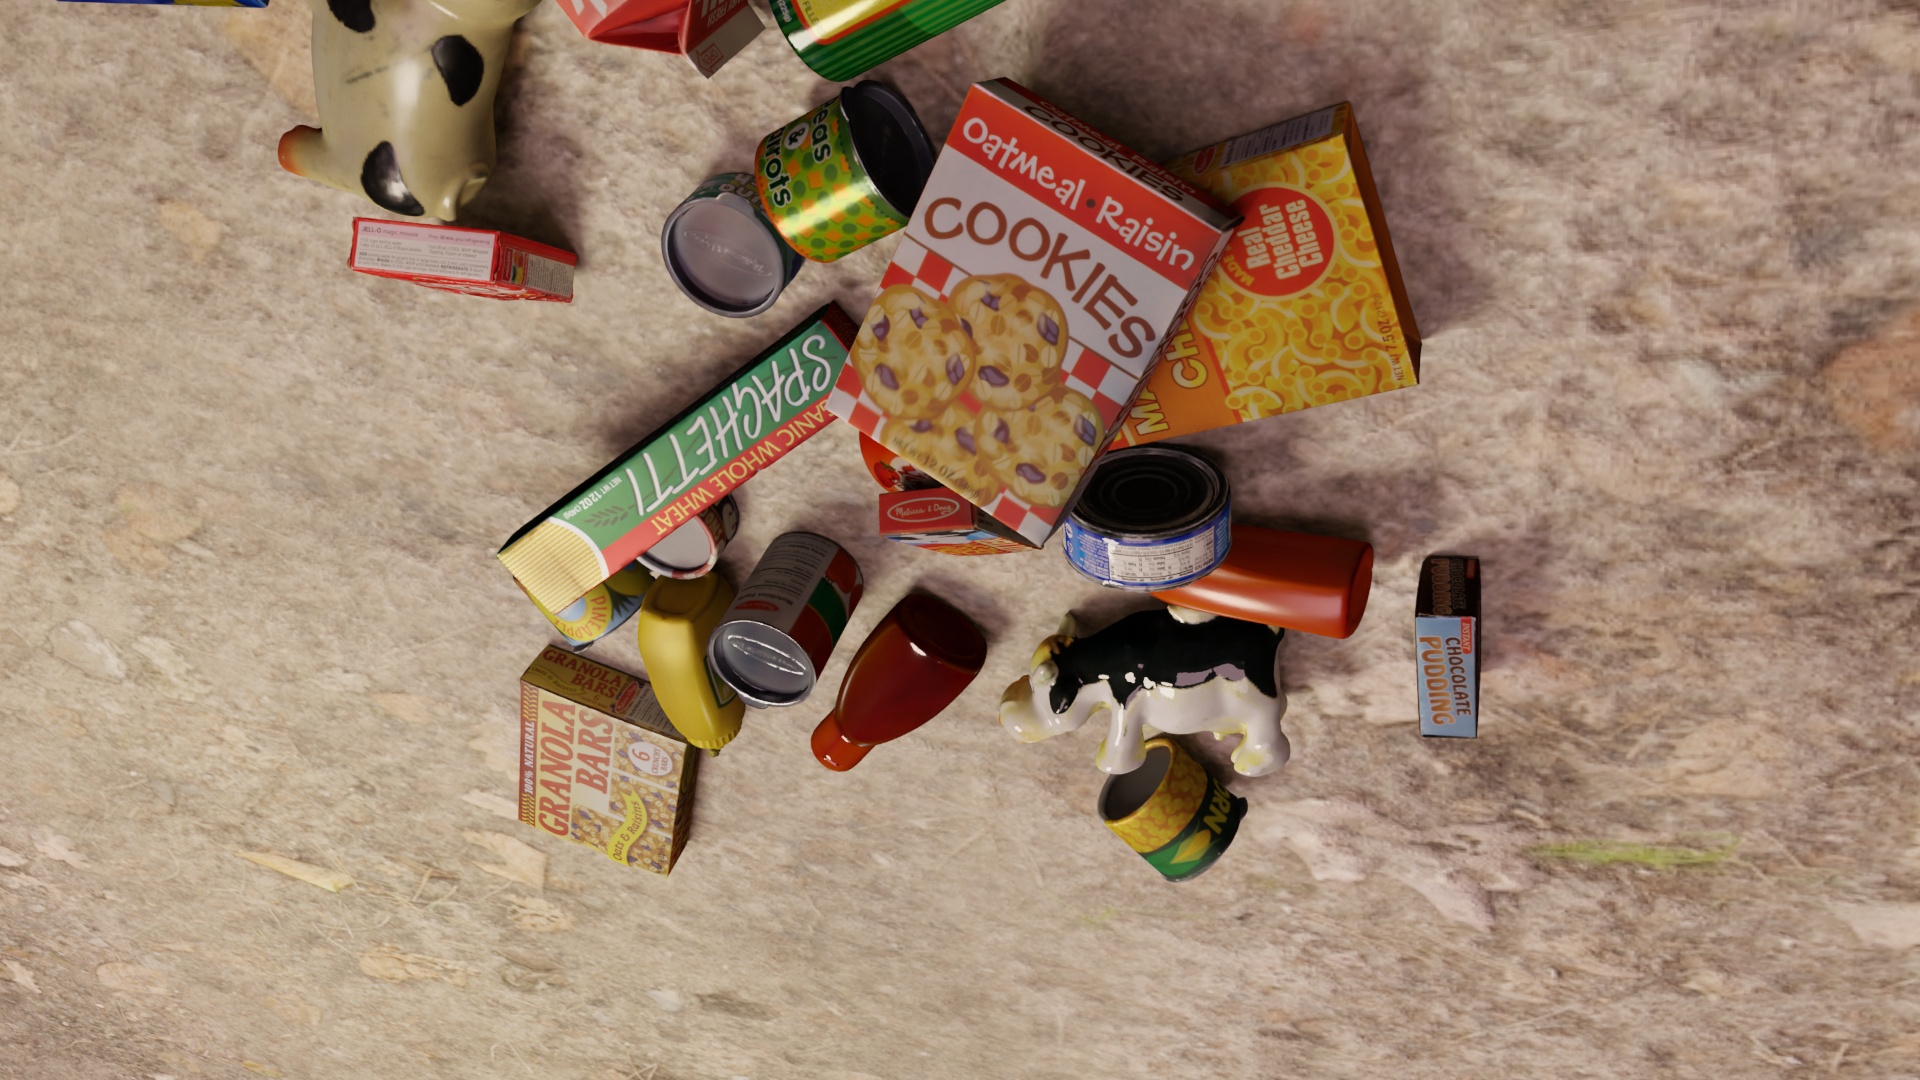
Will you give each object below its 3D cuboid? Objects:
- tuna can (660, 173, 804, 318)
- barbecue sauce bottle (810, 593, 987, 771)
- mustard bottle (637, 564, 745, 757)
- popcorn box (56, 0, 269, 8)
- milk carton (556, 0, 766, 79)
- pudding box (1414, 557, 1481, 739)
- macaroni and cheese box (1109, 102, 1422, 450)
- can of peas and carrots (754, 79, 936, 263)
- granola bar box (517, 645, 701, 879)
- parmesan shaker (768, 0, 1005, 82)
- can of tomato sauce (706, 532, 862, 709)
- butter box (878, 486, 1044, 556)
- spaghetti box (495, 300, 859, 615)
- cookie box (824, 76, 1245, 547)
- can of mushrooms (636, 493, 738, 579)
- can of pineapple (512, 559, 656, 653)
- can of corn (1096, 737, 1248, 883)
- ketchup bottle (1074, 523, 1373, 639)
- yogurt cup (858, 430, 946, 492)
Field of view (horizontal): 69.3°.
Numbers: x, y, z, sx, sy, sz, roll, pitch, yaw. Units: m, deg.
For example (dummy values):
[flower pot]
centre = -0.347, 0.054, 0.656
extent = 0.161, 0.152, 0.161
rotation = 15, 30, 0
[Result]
[tuna can]
centre = -0.113, -0.150, 0.696
extent = 0.071, 0.033, 0.070
rotation = 10, 130, 13
[barbecue sauce bottle]
centre = -0.046, 0.095, 0.860
extent = 0.065, 0.044, 0.147
rotation = 35, 131, -8
[mustard bottle]
centre = -0.165, 0.087, 0.889
extent = 0.049, 0.066, 0.159
rotation = 11, 136, 15
[popcorn box]
centre = -0.371, -0.294, 0.641
extent = 0.127, 0.085, 0.038
rotation = 7, 167, 15
[milk carton]
centre = -0.153, -0.284, 0.578
extent = 0.073, 0.073, 0.190
rotation = -23, 116, 33
[pudding box]
centre = 0.251, 0.055, 0.713
extent = 0.030, 0.050, 0.083
rotation = 1, 127, 22
[macaroni and cheese box]
centre = 0.111, -0.113, 0.637
extent = 0.166, 0.040, 0.123
rotation = -12, 121, 27
[can of peas and carrots]
centre = -0.053, -0.169, 0.635
extent = 0.058, 0.071, 0.070
rotation = -18, 119, 32
[granola bar box]
centre = -0.252, 0.162, 0.994
extent = 0.124, 0.039, 0.164
rotation = 20, 131, 4
[parmesan shaker]
centre = -0.021, -0.236, 0.568
extent = 0.103, 0.072, 0.071
rotation = -16, 120, 30
[can of tomato sauce]
centre = -0.101, 0.047, 0.816
extent = 0.071, 0.083, 0.070
rotation = 10, 130, 13
[butter box]
centre = 0.003, -0.009, 0.728
extent = 0.053, 0.103, 0.024
rotation = -5, 82, 23
[spaghetti box]
centre = -0.150, -0.041, 0.760
extent = 0.249, 0.029, 0.050
rotation = -32, 111, 21
[cookie box]
centre = 0.028, -0.099, 0.615
extent = 0.123, 0.040, 0.166
rotation = 33, 119, 9
[can of mushrooms]
centre = -0.168, -0.012, 0.827
extent = 0.071, 0.034, 0.070
rotation = 11, 130, 13
[can of pineapple]
centre = -0.232, 0.024, 0.856
extent = 0.071, 0.071, 0.057
rotation = -20, 118, 32
[can of corn]
centre = 0.126, 0.159, 0.833
extent = 0.058, 0.071, 0.071
rotation = 42, 129, -14
[ketchup bottle]
centre = 0.133, 0.014, 0.719
extent = 0.149, 0.065, 0.043
rotation = 10, 116, 25
[yogurt cup]
centre = -0.015, -0.055, 0.717
extent = 0.054, 0.073, 0.072
rotation = -19, 119, 41
